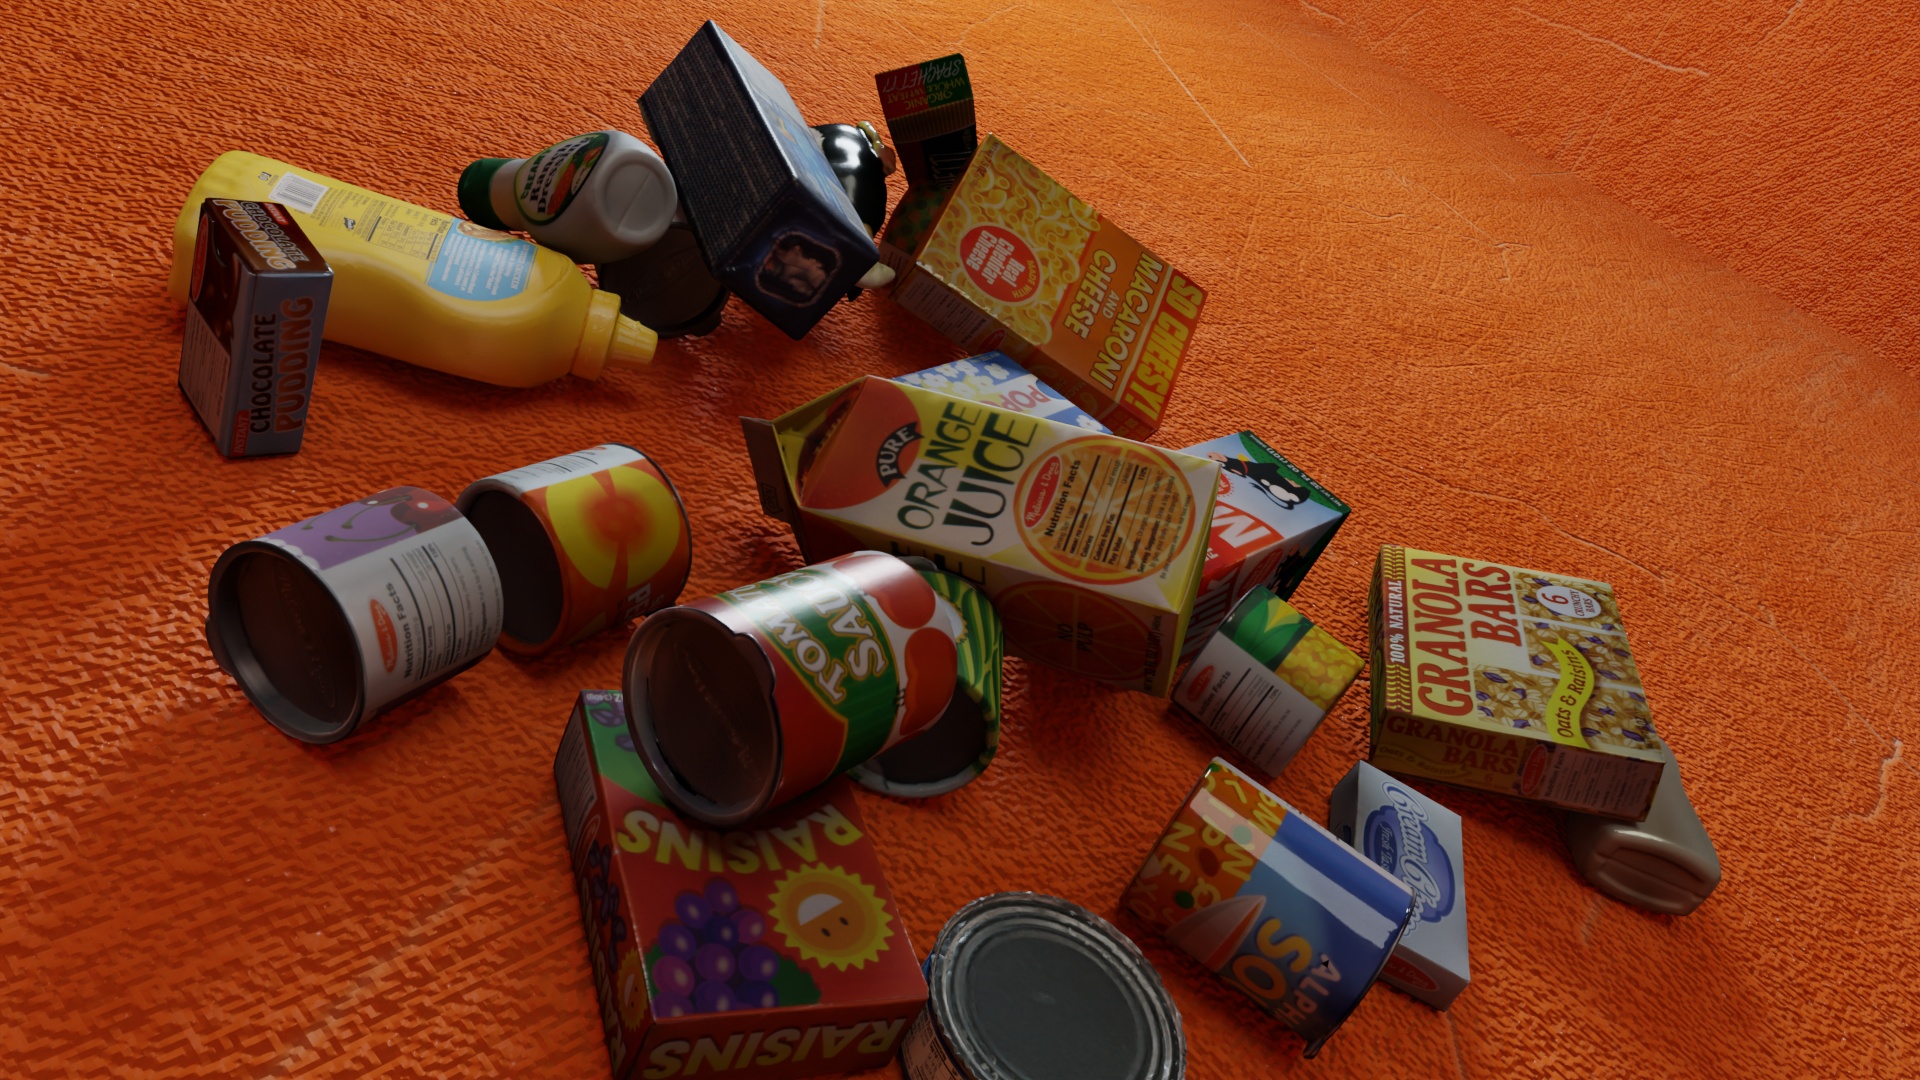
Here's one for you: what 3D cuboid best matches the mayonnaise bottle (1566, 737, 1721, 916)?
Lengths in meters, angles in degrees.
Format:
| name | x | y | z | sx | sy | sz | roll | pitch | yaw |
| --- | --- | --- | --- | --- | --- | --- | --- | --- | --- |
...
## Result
| name | x | y | z | sx | sy | sz | roll | pitch | yaw |
| --- | --- | --- | --- | --- | --- | --- | --- | --- | --- |
| mayonnaise bottle | 0.332 | 0.120 | 0.699 | 0.065 | 0.041 | 0.149 | 23 | 30 | 1 |

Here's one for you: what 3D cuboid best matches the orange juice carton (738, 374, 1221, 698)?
| name | x | y | z | sx | sy | sz | roll | pitch | yaw |
| --- | --- | --- | --- | --- | --- | --- | --- | --- | --- |
| orange juice carton | 0.002 | -0.007 | 0.565 | 0.193 | 0.071 | 0.073 | 15 | 59 | 13 |

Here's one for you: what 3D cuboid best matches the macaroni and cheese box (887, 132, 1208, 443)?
| name | x | y | z | sx | sy | sz | roll | pitch | yaw |
| --- | --- | --- | --- | --- | --- | --- | --- | --- | --- |
| macaroni and cheese box | 0.056 | -0.144 | 0.813 | 0.166 | 0.040 | 0.124 | 33 | 55 | -13 |

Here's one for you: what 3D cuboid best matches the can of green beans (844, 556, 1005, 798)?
| name | x | y | z | sx | sy | sz | roll | pitch | yaw |
| --- | --- | --- | --- | --- | --- | --- | --- | --- | --- |
| can of green beans | -0.017 | 0.053 | 0.517 | 0.071 | 0.071 | 0.058 | 21 | 32 | -9 |

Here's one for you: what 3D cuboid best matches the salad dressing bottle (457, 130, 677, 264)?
| name | x | y | z | sx | sy | sz | roll | pitch | yaw |
| --- | --- | --- | --- | --- | --- | --- | --- | --- | --- |
| salad dressing bottle | -0.196 | -0.167 | 0.675 | 0.147 | 0.064 | 0.044 | 15 | -16 | 44 |

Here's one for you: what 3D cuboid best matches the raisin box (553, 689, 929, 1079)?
| name | x | y | z | sx | sy | sz | roll | pitch | yaw |
| --- | --- | --- | --- | --- | --- | --- | --- | --- | --- |
| raisin box | -0.072 | 0.104 | 0.429 | 0.086 | 0.040 | 0.124 | 6 | 35 | -31 |

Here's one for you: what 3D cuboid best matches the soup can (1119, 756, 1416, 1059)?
| name | x | y | z | sx | sy | sz | roll | pitch | yaw |
| --- | --- | --- | --- | --- | --- | --- | --- | --- | --- |
| soup can | 0.107 | 0.130 | 0.498 | 0.084 | 0.071 | 0.072 | 34 | 32 | 13 |

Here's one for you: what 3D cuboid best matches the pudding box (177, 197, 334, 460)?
| name | x | y | z | sx | sy | sz | roll | pitch | yaw |
| --- | --- | --- | --- | --- | --- | --- | --- | --- | --- |
| pudding box | -0.261 | -0.077 | 0.512 | 0.030 | 0.083 | 0.050 | -11 | 47 | -46 |

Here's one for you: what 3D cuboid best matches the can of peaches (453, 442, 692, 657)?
| name | x | y | z | sx | sy | sz | roll | pitch | yaw |
| --- | --- | --- | --- | --- | --- | --- | --- | --- | --- |
| can of peaches | -0.140 | 0.005 | 0.500 | 0.071 | 0.071 | 0.058 | 39 | 33 | 19 |

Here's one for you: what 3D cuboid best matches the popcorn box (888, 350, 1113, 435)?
| name | x | y | z | sx | sy | sz | roll | pitch | yaw |
| --- | --- | --- | --- | --- | --- | --- | --- | --- | --- |
| popcorn box | 0.009 | -0.052 | 0.717 | 0.085 | 0.038 | 0.127 | 38 | 33 | 20 |

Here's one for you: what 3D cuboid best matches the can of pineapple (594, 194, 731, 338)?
| name | x | y | z | sx | sy | sz | roll | pitch | yaw |
| --- | --- | --- | --- | --- | --- | --- | --- | --- | --- |
| can of pineapple | -0.154 | -0.144 | 0.709 | 0.071 | 0.070 | 0.058 | 7 | 36 | -29 |

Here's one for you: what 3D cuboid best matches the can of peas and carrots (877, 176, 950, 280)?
| name | x | y | z | sx | sy | sz | roll | pitch | yaw |
| --- | --- | --- | --- | --- | --- | --- | --- | --- | --- |
| can of peas and carrots | -0.012 | -0.187 | 0.870 | 0.059 | 0.070 | 0.071 | 29 | 31 | 4 |

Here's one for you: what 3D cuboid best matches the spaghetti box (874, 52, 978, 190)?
| name | x | y | z | sx | sy | sz | roll | pitch | yaw |
| --- | --- | --- | --- | --- | --- | --- | --- | --- | --- |
| spaghetti box | -0.015 | -0.245 | 0.864 | 0.050 | 0.028 | 0.250 | -13 | 1 | 2 |

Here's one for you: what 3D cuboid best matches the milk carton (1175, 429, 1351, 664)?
| name | x | y | z | sx | sy | sz | roll | pitch | yaw |
| --- | --- | --- | --- | --- | --- | --- | --- | --- | --- |
| milk carton | 0.101 | 0.008 | 0.661 | 0.072 | 0.073 | 0.191 | 43 | 35 | 24 |

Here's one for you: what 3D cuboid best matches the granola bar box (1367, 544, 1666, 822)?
| name | x | y | z | sx | sy | sz | roll | pitch | yaw |
| --- | --- | --- | --- | --- | --- | --- | --- | --- | --- |
| granola bar box | 0.272 | 0.066 | 0.702 | 0.124 | 0.038 | 0.166 | 11 | 29 | 11 |

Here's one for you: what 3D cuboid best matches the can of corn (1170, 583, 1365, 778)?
| name | x | y | z | sx | sy | sz | roll | pitch | yaw |
| --- | --- | --- | --- | --- | --- | --- | --- | --- | --- |
| can of corn | 0.138 | 0.061 | 0.617 | 0.058 | 0.070 | 0.071 | 38 | 33 | 17 |

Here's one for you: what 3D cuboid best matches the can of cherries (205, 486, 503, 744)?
| name | x | y | z | sx | sy | sz | roll | pitch | yaw |
| --- | --- | --- | --- | --- | --- | --- | --- | --- | --- |
| can of cherries | -0.191 | 0.021 | 0.438 | 0.071 | 0.071 | 0.059 | 34 | 32 | 13 |

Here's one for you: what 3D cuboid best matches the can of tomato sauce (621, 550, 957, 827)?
| name | x | y | z | sx | sy | sz | roll | pitch | yaw |
| --- | --- | --- | --- | --- | --- | --- | --- | --- | --- |
| can of tomato sauce | -0.050 | 0.041 | 0.430 | 0.071 | 0.070 | 0.083 | 41 | 33 | 23 |

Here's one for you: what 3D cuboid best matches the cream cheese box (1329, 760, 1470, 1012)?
| name | x | y | z | sx | sy | sz | roll | pitch | yaw |
| --- | --- | --- | --- | --- | --- | --- | --- | --- | --- |
| cream cheese box | 0.180 | 0.140 | 0.573 | 0.053 | 0.024 | 0.104 | 29 | 32 | 1 |
